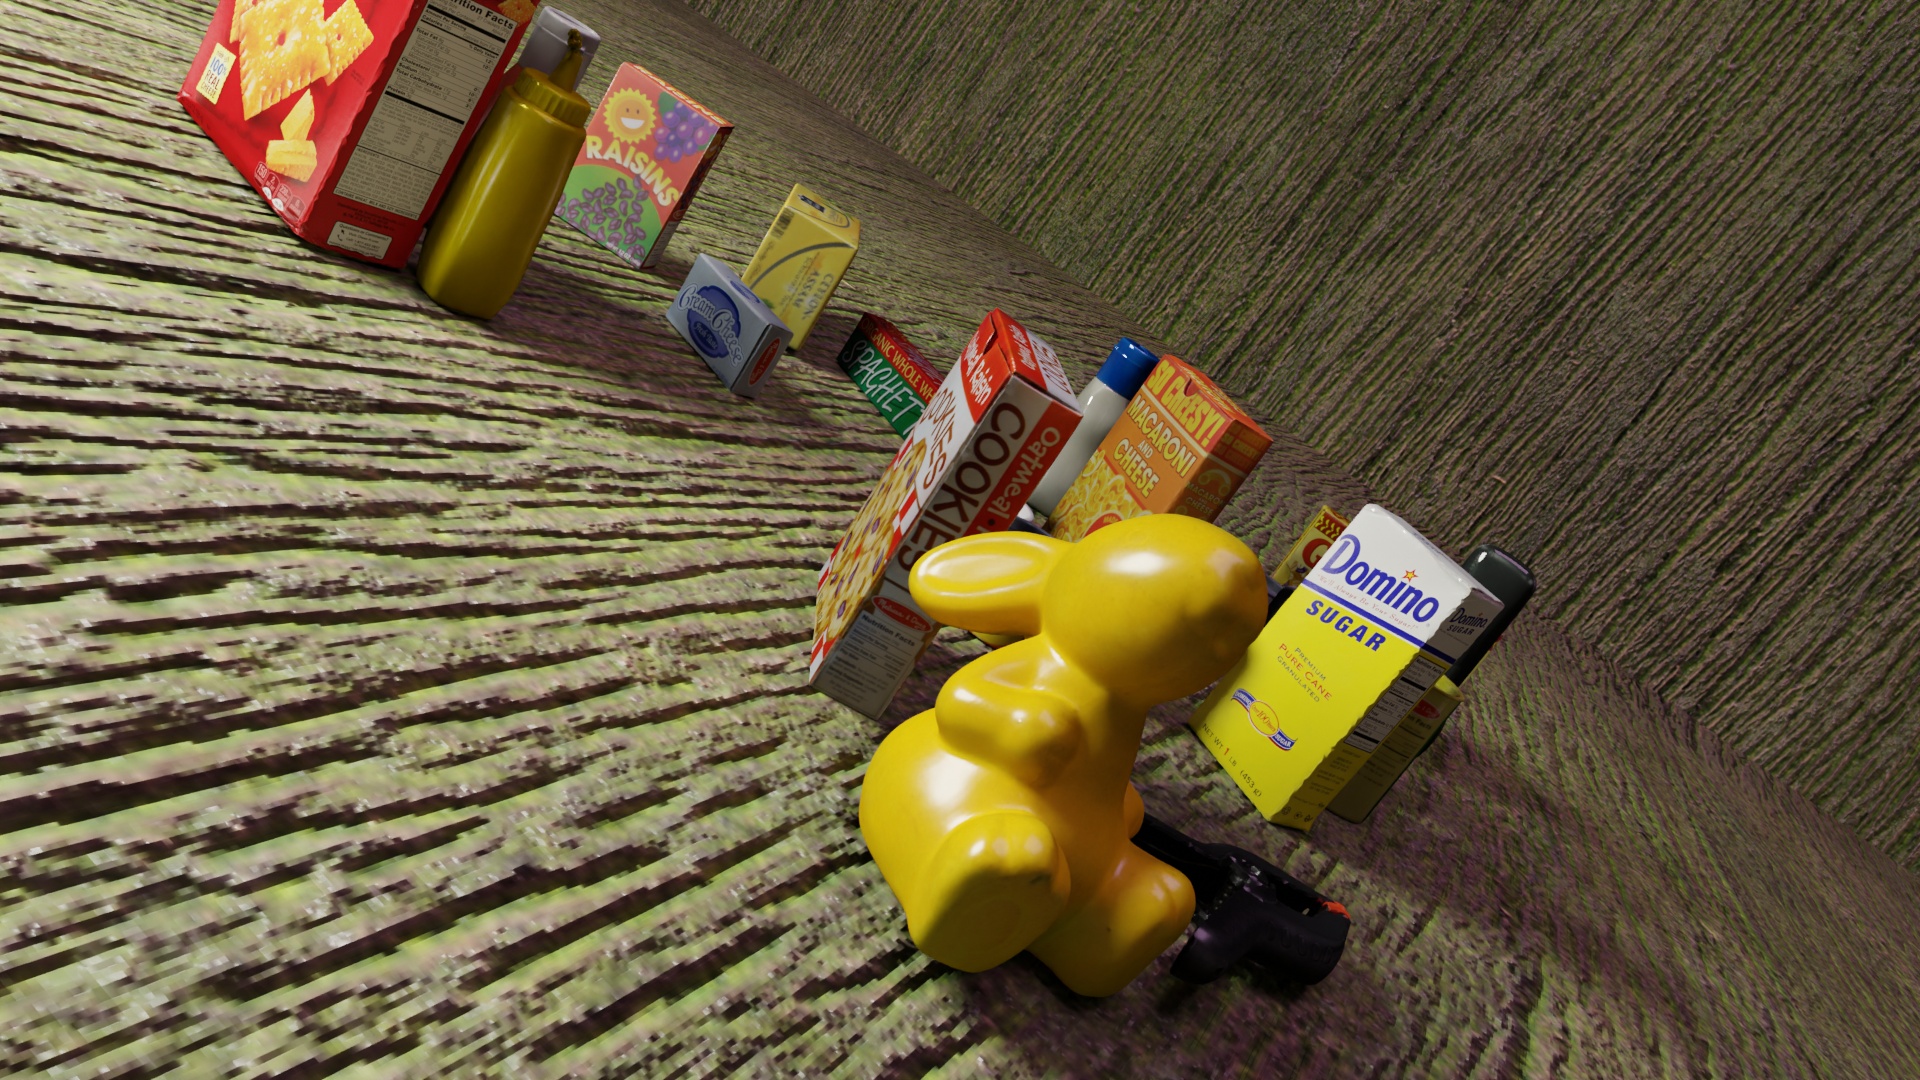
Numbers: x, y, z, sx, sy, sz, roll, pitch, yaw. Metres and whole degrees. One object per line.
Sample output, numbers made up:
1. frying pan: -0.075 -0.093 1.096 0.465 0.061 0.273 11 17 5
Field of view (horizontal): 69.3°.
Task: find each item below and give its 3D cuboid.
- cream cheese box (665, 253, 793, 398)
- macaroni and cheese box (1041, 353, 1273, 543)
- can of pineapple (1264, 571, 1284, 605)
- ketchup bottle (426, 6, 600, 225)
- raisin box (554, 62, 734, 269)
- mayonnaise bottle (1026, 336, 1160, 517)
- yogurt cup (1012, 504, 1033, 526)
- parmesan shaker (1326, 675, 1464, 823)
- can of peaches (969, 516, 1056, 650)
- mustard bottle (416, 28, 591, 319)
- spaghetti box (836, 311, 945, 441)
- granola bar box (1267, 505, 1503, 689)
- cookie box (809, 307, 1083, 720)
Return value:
1. cream cheese box: -0.156 -0.144 0.929 0.024 0.053 0.104 15 25 -49
2. macaroni and cheese box: 0.126 -0.032 0.946 0.040 0.166 0.124 26 18 -25
3. can of pineapple: 0.215 0.052 1.069 0.071 0.057 0.071 31 16 -10
4. ketchup bottle: -0.267 -0.247 0.840 0.065 0.148 0.044 18 23 -45
5. raisin box: -0.236 -0.275 1.024 0.086 0.123 0.040 33 16 -2
6. mayonnaise bottle: 0.101 -0.089 1.093 0.041 0.147 0.065 32 16 -7
7. yogurt cup: 0.003 -0.011 0.852 0.072 0.053 0.072 31 16 -10
8. parmesan shaker: 0.259 0.118 0.885 0.071 0.102 0.071 31 16 -10
9. can of peaches: 0.029 0.024 0.795 0.071 0.058 0.071 31 16 -10
10. mustard bottle: -0.236 -0.197 0.740 0.049 0.159 0.065 21 21 -39
11. spaghetti box: -0.024 -0.096 1.048 0.028 0.050 0.251 19 22 -41
12. granola bar box: 0.319 0.070 1.095 0.166 0.124 0.039 37 16 9
13. cookie box: -0.011 -0.018 0.644 0.040 0.167 0.123 30 16 -14
